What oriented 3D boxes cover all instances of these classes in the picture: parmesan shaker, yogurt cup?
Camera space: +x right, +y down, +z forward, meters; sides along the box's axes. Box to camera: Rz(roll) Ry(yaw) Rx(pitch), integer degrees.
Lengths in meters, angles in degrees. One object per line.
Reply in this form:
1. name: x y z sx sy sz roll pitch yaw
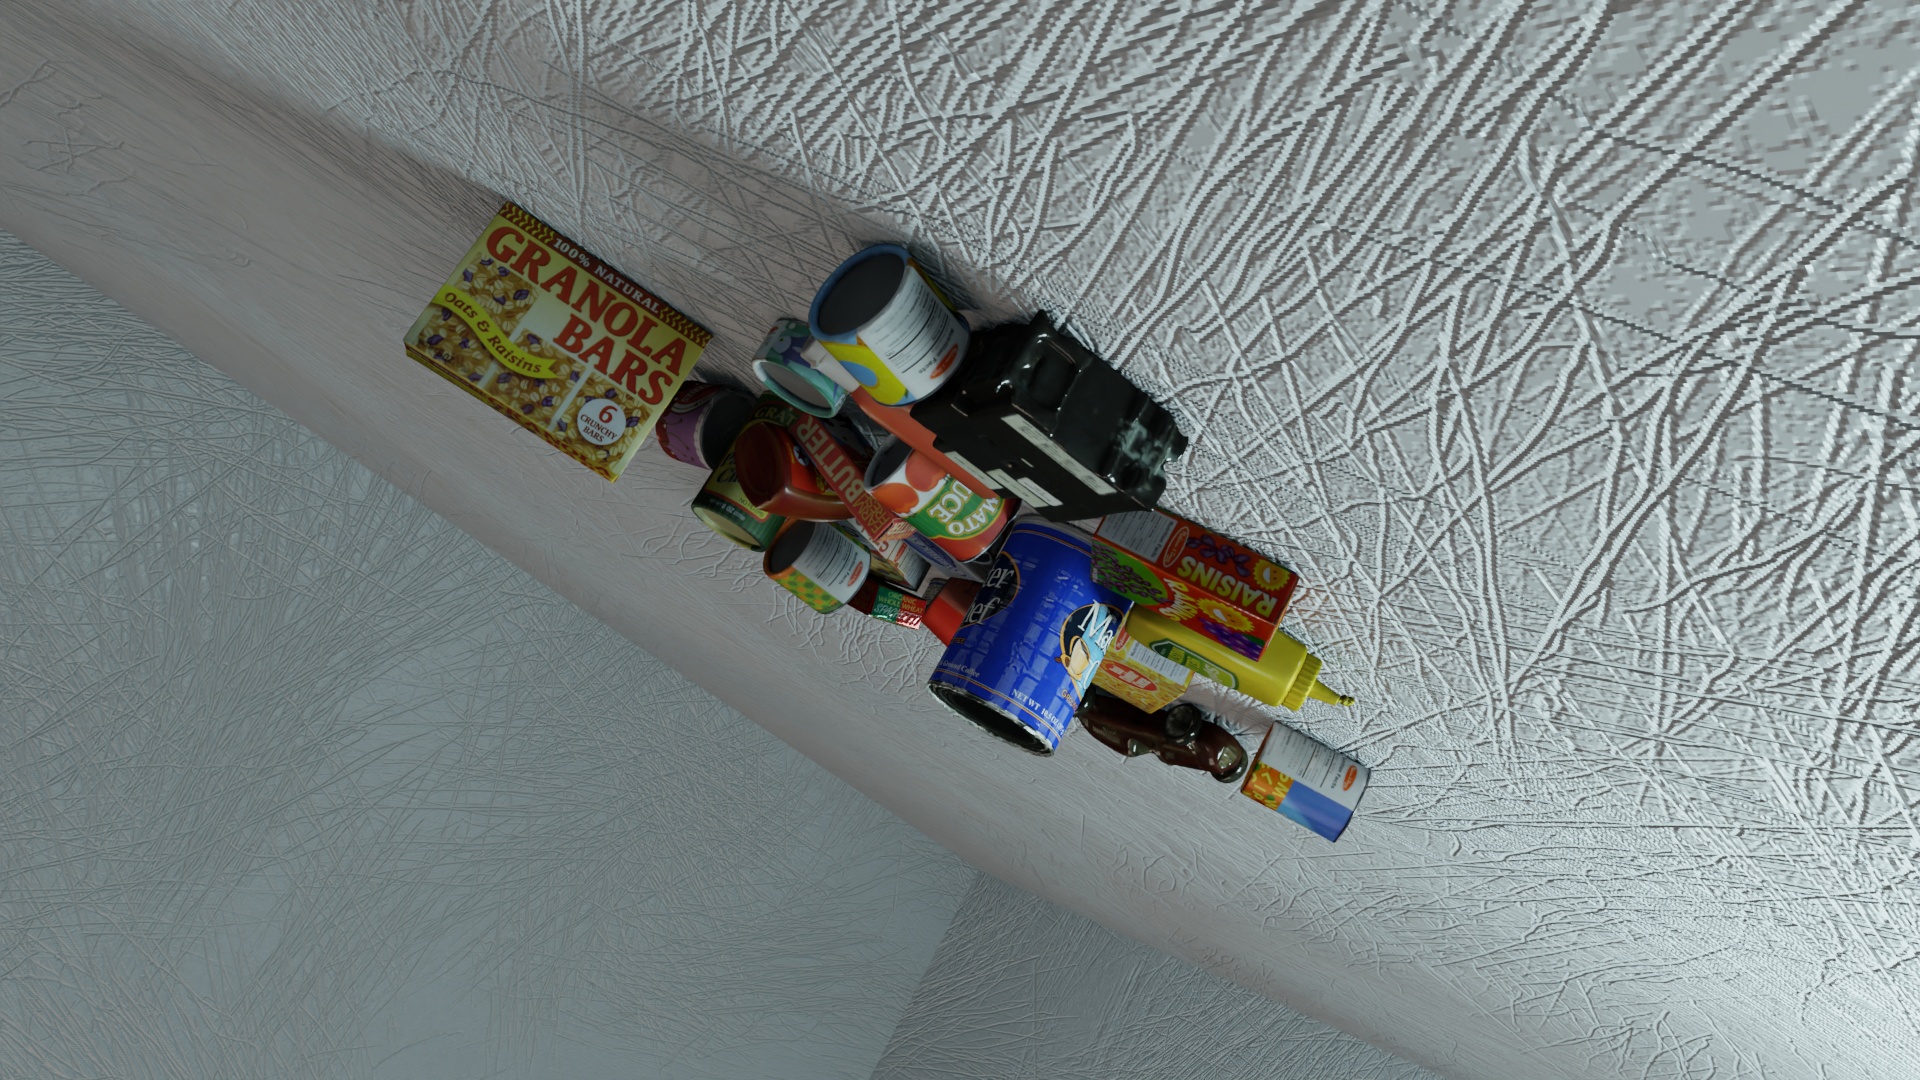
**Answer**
1. parmesan shaker: -0.144 -0.049 1.037 0.071 0.103 0.071 27 163 9
2. yogurt cup: 0.001 0.062 1.201 0.054 0.072 0.072 38 164 0

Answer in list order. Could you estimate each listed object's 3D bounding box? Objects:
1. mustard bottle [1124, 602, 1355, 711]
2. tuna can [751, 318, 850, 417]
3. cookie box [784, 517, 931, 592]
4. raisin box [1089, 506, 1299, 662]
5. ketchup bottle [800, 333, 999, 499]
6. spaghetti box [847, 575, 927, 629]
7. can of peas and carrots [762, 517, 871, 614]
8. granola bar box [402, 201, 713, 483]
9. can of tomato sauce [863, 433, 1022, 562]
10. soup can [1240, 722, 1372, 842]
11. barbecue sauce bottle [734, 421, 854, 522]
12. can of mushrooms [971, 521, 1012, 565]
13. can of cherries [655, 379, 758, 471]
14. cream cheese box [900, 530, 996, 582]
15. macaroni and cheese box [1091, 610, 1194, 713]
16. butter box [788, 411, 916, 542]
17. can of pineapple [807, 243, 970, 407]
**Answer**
1. mustard bottle: 0.190 0.076 0.937 0.160 0.049 0.065 26 165 12
2. tuna can: -0.098 -0.110 0.902 0.071 0.033 0.071 28 164 9
3. cookie box: -0.109 -0.026 1.166 0.123 0.040 0.167 19 162 33
4. raisin box: 0.145 0.023 0.875 0.123 0.040 0.086 27 163 14
5. ketchup bottle: -0.027 -0.083 0.841 0.148 0.043 0.064 35 162 -17
6. spaghetti box: -0.098 0.042 1.277 0.050 0.028 0.250 19 179 -24
7. can of peas and carrots: -0.115 0.016 1.100 0.058 0.071 0.071 39 161 -31
8. granola bar box: -0.276 -0.136 0.963 0.165 0.124 0.039 33 163 -12
9. can of tomato sauce: -0.012 -0.035 0.917 0.083 0.071 0.071 37 162 -21
10. soup can: 0.276 0.195 1.117 0.084 0.071 0.071 27 163 12
11. barbecue sauce bottle: -0.096 -0.041 1.003 0.043 0.065 0.148 -32 155 27
12. can of mushrooms: 0.004 -0.013 1.019 0.071 0.033 0.071 28 164 9
13. can of cherries: -0.193 -0.090 1.071 0.058 0.071 0.071 17 160 39
14. cream cheese box: -0.023 -0.004 1.107 0.103 0.024 0.053 40 161 -33
15. macaroni and cheese box: 0.099 0.075 1.108 0.166 0.040 0.123 28 164 2
16. butter box: -0.070 -0.046 0.959 0.103 0.024 0.053 52 -160 14
17. can of pineapple: -0.039 -0.113 0.729 0.071 0.071 0.057 13 157 44
